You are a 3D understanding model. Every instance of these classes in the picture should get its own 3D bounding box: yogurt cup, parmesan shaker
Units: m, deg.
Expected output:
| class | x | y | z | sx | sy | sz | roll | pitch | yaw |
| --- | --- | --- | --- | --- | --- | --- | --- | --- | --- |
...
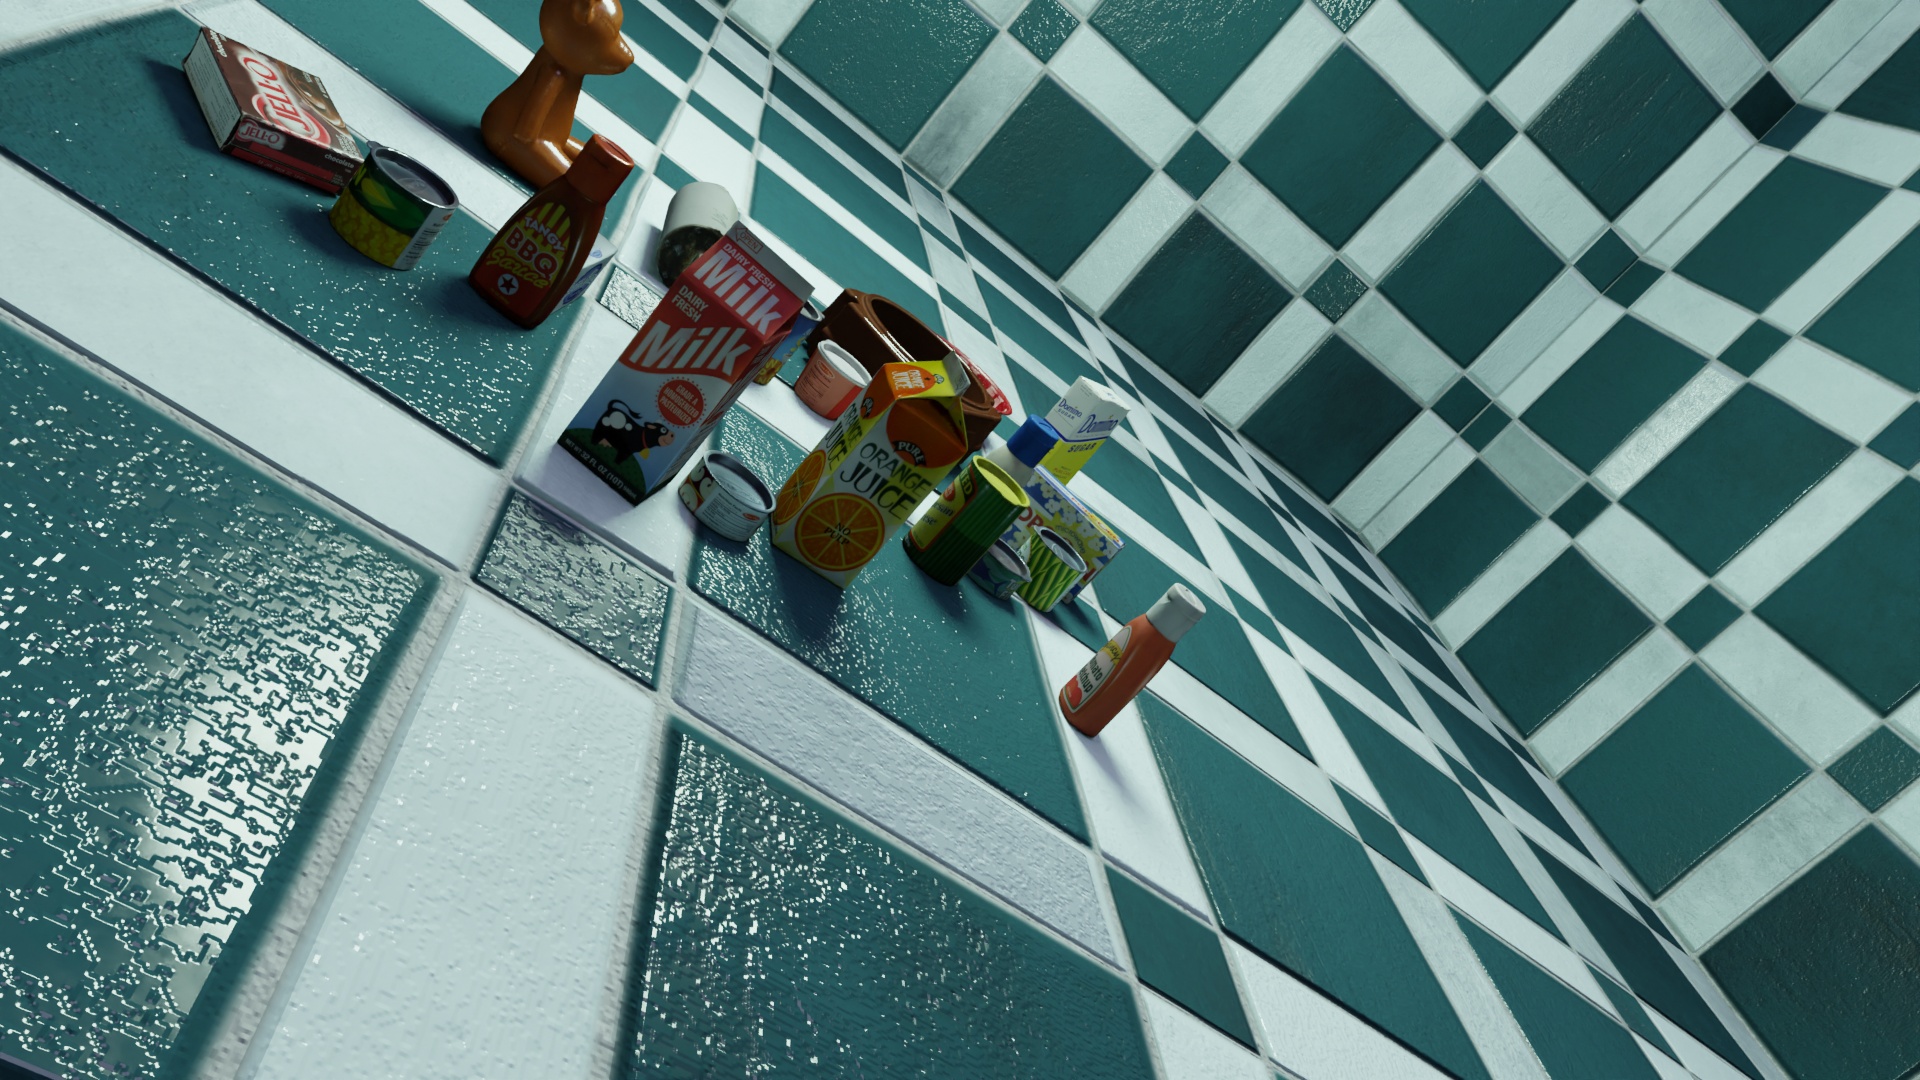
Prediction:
| class | x | y | z | sx | sy | sz | roll | pitch | yaw |
| --- | --- | --- | --- | --- | --- | --- | --- | --- | --- |
| yogurt cup | -0.129 | -0.157 | 1.383 | 0.072 | 0.054 | 0.073 | 38 | 17 | -14 |
| parmesan shaker | 0.004 | -0.016 | 1.247 | 0.071 | 0.103 | 0.071 | 38 | 17 | -14 |

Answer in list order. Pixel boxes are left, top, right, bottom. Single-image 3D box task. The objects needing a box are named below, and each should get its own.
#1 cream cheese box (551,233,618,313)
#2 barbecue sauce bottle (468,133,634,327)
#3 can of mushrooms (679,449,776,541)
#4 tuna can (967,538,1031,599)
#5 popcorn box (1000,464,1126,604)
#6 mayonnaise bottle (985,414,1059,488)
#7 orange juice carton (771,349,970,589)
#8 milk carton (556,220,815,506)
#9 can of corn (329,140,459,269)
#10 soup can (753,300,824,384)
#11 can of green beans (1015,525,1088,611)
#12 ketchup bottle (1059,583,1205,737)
| class | x | y | z | sx | sy | sz | roll | pitch | yaw |
| --- | --- | --- | --- | --- | --- | --- | --- | --- | --- |
| cream cheese box | -0.313 | -0.215 | 1.119 | 0.024 | 0.053 | 0.104 | 39 | 17 | -10 |
| barbecue sauce bottle | -0.299 | -0.232 | 1.030 | 0.065 | 0.148 | 0.044 | 41 | 16 | -6 |
| can of mushrooms | -0.171 | -0.034 | 1.023 | 0.071 | 0.033 | 0.071 | 38 | 17 | -14 |
| tuna can | 0.033 | 0.025 | 1.332 | 0.071 | 0.032 | 0.071 | 38 | 17 | -14 |
| popcorn box | 0.098 | -0.007 | 1.464 | 0.127 | 0.085 | 0.038 | 44 | 16 | 6 |
| mayonnaise bottle | 0.033 | -0.056 | 1.330 | 0.041 | 0.147 | 0.065 | 49 | 18 | 21 |
| orange juice carton | -0.061 | -0.063 | 1.066 | 0.073 | 0.192 | 0.072 | 34 | 18 | -25 |
| milk carton | -0.182 | -0.122 | 0.945 | 0.072 | 0.190 | 0.074 | 41 | 16 | -4 |
| can of corn | -0.398 | -0.233 | 0.970 | 0.071 | 0.058 | 0.071 | 38 | 17 | -14 |
| soup can | -0.181 | -0.198 | 1.319 | 0.071 | 0.083 | 0.071 | 38 | 17 | -14 |
| can of green beans | 0.084 | 0.029 | 1.391 | 0.071 | 0.057 | 0.071 | 38 | 17 | -14 |
| ketchup bottle | 0.149 | 0.101 | 1.202 | 0.043 | 0.148 | 0.065 | 37 | 17 | -18 |
